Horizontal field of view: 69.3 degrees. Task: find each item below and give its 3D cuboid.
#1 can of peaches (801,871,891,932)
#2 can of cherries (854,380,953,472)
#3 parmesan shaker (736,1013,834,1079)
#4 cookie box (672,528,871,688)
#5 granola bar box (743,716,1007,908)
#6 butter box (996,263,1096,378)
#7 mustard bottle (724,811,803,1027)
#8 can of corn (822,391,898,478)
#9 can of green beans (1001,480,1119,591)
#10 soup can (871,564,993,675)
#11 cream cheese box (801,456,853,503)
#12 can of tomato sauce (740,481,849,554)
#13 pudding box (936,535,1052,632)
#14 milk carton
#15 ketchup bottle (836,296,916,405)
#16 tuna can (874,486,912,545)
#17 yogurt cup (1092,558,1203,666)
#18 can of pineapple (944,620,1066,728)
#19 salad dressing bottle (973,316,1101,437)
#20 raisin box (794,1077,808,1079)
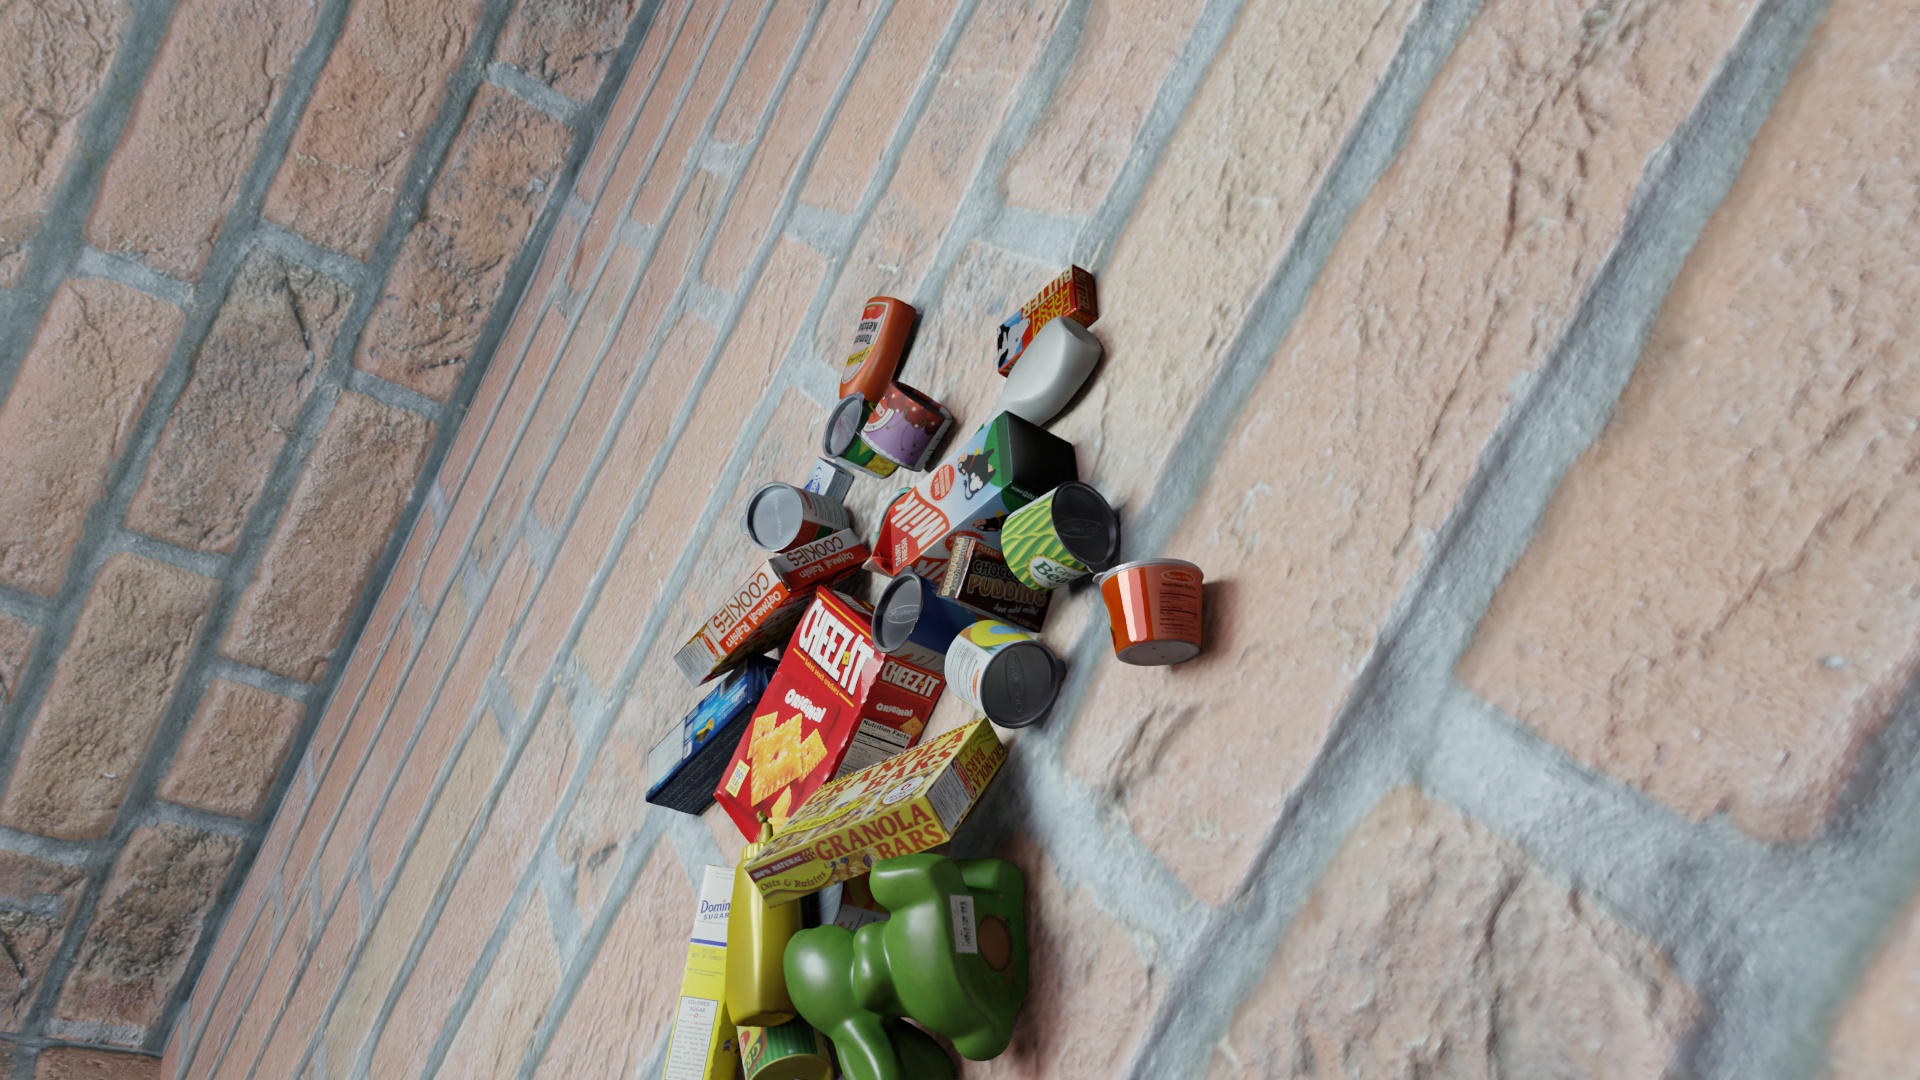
[{"bbox_3d":[-0.083,0.274,1.066,0.071,0.058,0.071,-35,43,42],"label":"can of peaches"},{"bbox_3d":[-0.051,-0.105,1.254,0.058,0.071,0.072,-57,32,15],"label":"can of cherries"},{"bbox_3d":[-0.140,0.378,1.078,0.071,0.071,0.103,-54,33,20],"label":"parmesan shaker"},{"bbox_3d":[-0.174,0.063,1.289,0.166,0.123,0.040,-42,80,34],"label":"cookie box"},{"bbox_3d":[-0.058,0.196,1.001,0.165,0.039,0.125,-27,7,27],"label":"granola bar box"},{"bbox_3d":[0.071,-0.182,1.167,0.103,0.024,0.053,-35,42,40],"label":"butter box"},{"bbox_3d":[-0.147,0.282,1.054,0.065,0.049,0.161,-39,45,45],"label":"mustard bottle"},{"bbox_3d":[-0.088,-0.100,1.320,0.071,0.058,0.071,-35,43,41],"label":"can of corn"},{"bbox_3d":[0.072,-0.002,1.007,0.057,0.071,0.071,-30,46,45],"label":"can of green beans"},{"bbox_3d":[-0.016,0.066,1.077,0.071,0.084,0.072,-34,44,41],"label":"soup can"},{"bbox_3d":[-0.147,-0.029,1.395,0.053,0.024,0.103,31,96,57],"label":"cream cheese box"},{"bbox_3d":[-0.156,-0.015,1.322,0.071,0.083,0.071,-5,79,27],"label":"can of tomato sauce"},{"bbox_3d":[0.028,0.033,1.034,0.030,0.083,0.050,6,75,55],"label":"pudding box"},{"bbox_3d":[0.004,-0.014,1.111,0.189,0.072,0.074,-39,41,38],"label":"milk carton"},{"bbox_3d":[-0.091,-0.168,1.385,0.064,0.043,0.149,8,77,58],"label":"ketchup bottle"},{"bbox_3d":[-0.044,-0.011,1.219,0.070,0.033,0.071,-35,43,41],"label":"tuna can"},{"bbox_3d":[0.126,0.048,0.897,0.072,0.072,0.054,-28,56,45],"label":"yogurt cup"},{"bbox_3d":[0.031,0.096,1.007,0.058,0.071,0.071,25,91,59],"label":"can of pineapple"},{"bbox_3d":[0.054,-0.112,1.130,0.147,0.044,0.064,-52,36,24],"label":"salad dressing bottle"},{"bbox_3d":[-0.095,0.453,0.984,0.086,0.040,0.124,-15,59,51],"label":"raisin box"}]
